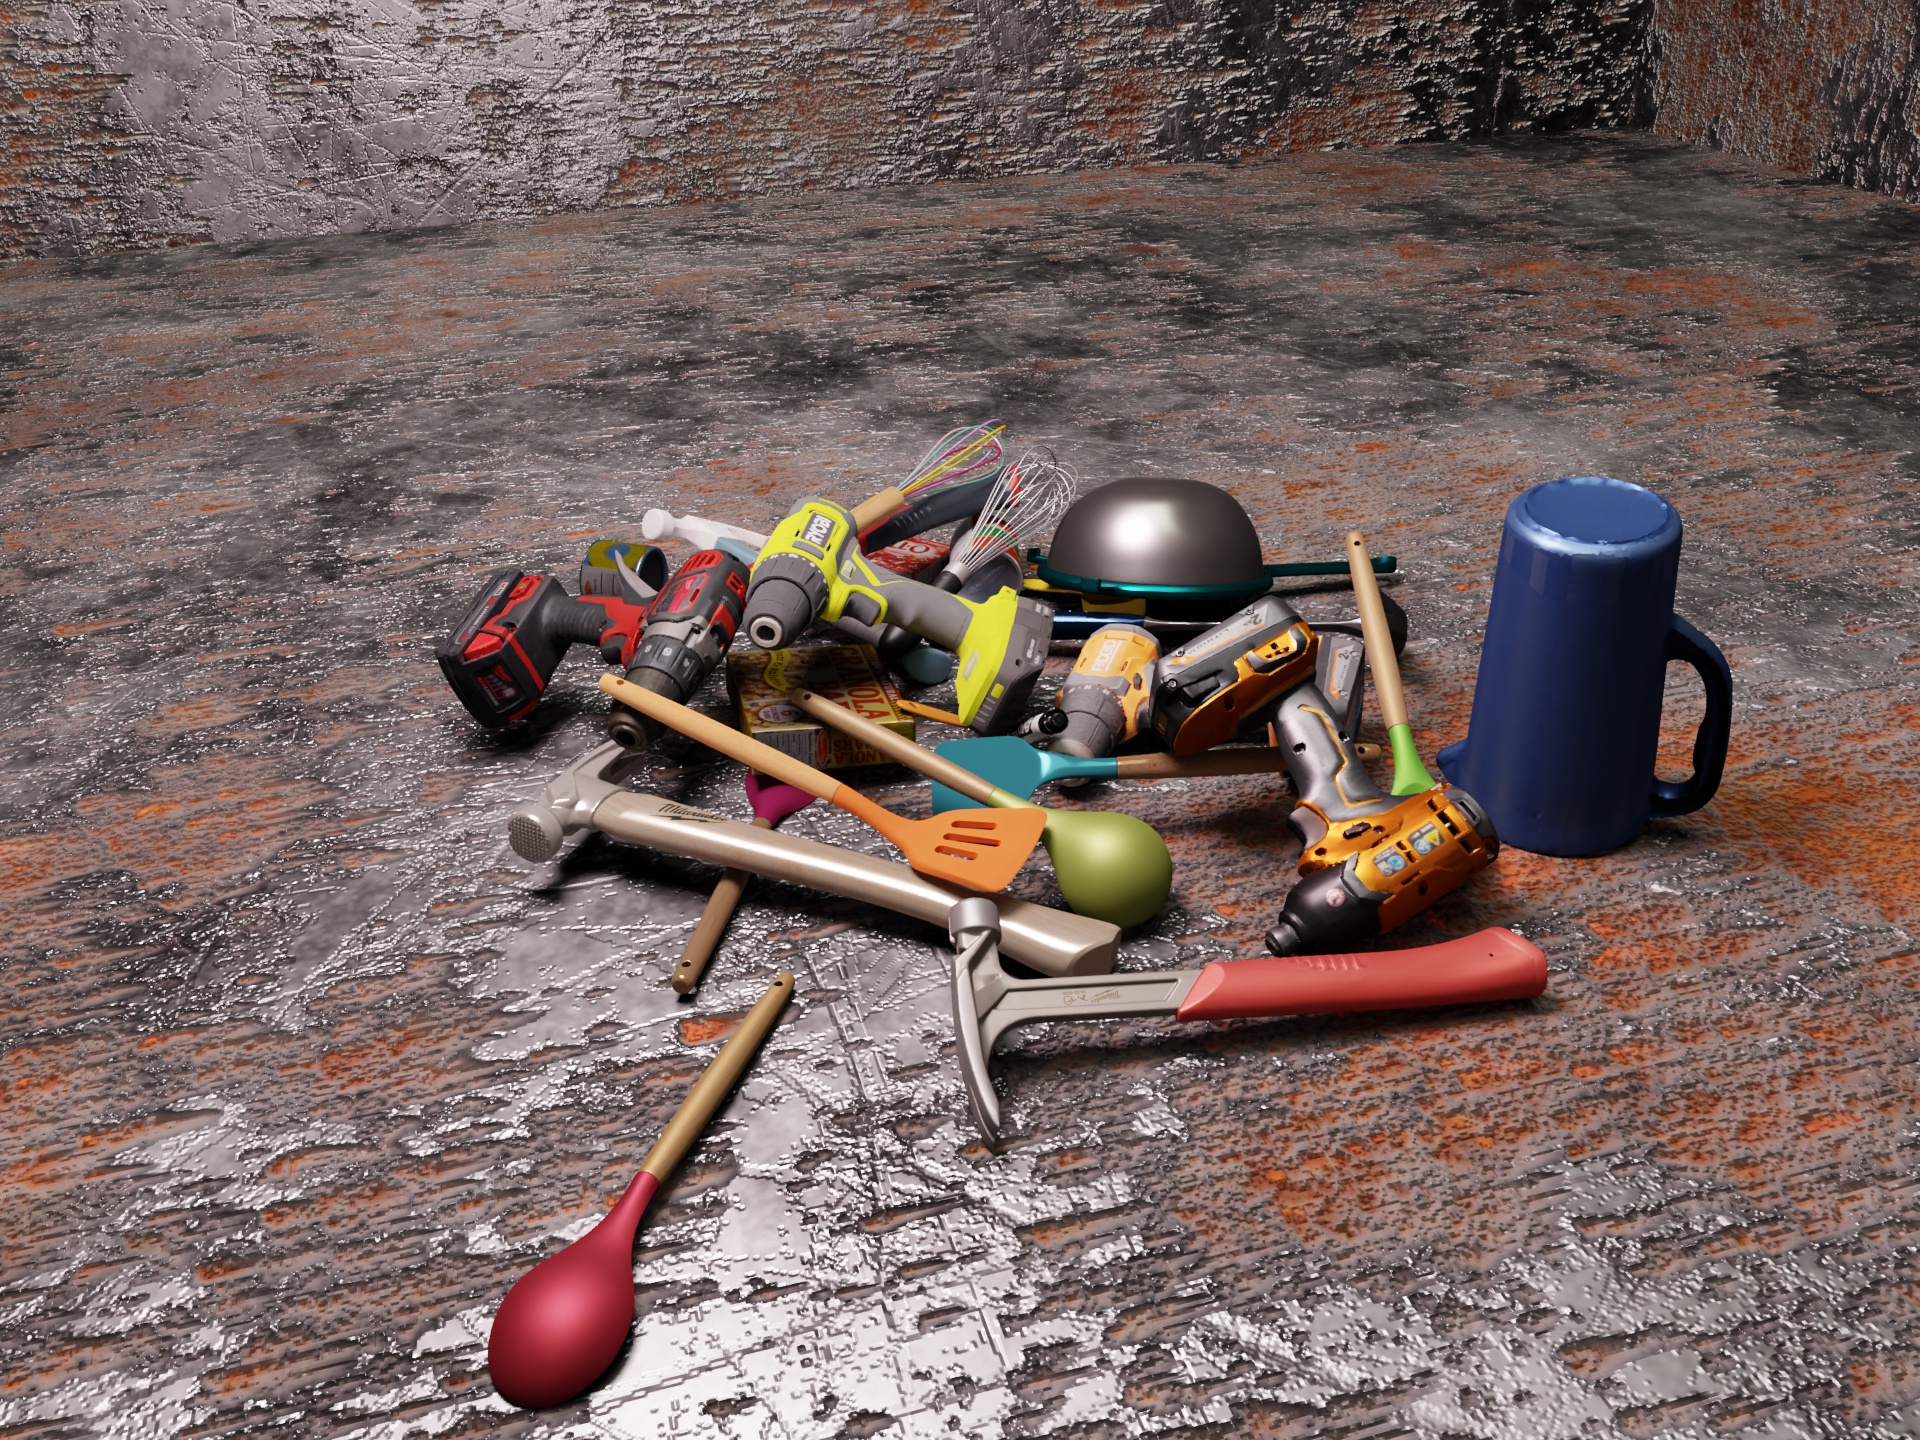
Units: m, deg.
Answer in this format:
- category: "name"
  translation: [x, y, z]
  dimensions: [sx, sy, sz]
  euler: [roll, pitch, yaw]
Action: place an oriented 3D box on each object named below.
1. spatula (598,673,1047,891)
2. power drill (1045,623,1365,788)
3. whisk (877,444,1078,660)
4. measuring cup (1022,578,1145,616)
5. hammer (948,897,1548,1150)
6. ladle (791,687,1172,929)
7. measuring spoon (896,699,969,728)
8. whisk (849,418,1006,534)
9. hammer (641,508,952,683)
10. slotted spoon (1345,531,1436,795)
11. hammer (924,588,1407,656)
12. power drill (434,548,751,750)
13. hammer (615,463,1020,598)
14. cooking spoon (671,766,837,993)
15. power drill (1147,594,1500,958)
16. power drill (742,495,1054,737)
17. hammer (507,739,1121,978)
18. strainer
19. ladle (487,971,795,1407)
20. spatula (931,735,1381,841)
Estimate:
- category: "spatula"
  translation: [-0.101, 0.032, 1.057]
  dimensions: [0.323, 0.041, 0.081]
  euler: [24, 45, 12]
- category: "power drill"
  translation: [0.181, -0.003, 1.207]
  dimensions: [0.226, 0.084, 0.185]
  euler: [6, 33, 20]
- category: "whisk"
  translation: [0.012, -0.143, 1.365]
  dimensions: [0.070, 0.070, 0.285]
  euler: [18, 51, 30]
- category: "measuring cup"
  translation: [0.103, -0.108, 1.448]
  dimensions: [0.062, 0.029, 0.157]
  euler: [-26, 27, -38]
- category: "hammer"
  translation: [0.175, 0.166, 0.936]
  dimensions: [0.359, 0.036, 0.149]
  euler: [-2, 50, -9]
- category: "ladle"
  translation: [0.005, 0.050, 1.103]
  dimensions: [0.320, 0.062, 0.078]
  euler: [26, 65, 30]
- category: "measuring spoon"
  translation: [-0.002, -0.004, 1.223]
  dimensions: [0.116, 0.011, 0.021]
  euler: [14, 20, -39]
- category: "whisk"
  translation: [-0.042, -0.202, 1.396]
  dimensions: [0.047, 0.051, 0.245]
  euler: [11, 38, 46]
- category: "hammer"
  translation: [-0.137, -0.112, 1.415]
  dimensions: [0.331, 0.033, 0.128]
  euler: [31, 16, 34]
- category: "slotted spoon"
  translation: [0.315, -0.015, 1.155]
  dimensions: [0.070, 0.031, 0.314]
  euler: [-6, 56, 4]
- category: "hammer"
  translation: [0.165, -0.081, 1.333]
  dimensions: [0.405, 0.035, 0.144]
  euler: [1, -8, 14]
- category: "power drill"
  translation: [-0.280, -0.047, 1.199]
  dimensions: [0.227, 0.080, 0.188]
  euler: [-3, 42, 24]
- category: "hammer"
  translation: [-0.109, -0.161, 1.397]
  dimensions: [0.386, 0.038, 0.143]
  euler: [-25, 47, -30]
- category: "cooking spoon"
  translation: [-0.147, 0.088, 1.120]
  dimensions: [0.069, 0.017, 0.319]
  euler: [3, 30, 9]
- category: "power drill"
  translation: [0.220, 0.043, 1.050]
  dimensions: [0.164, 0.084, 0.227]
  euler: [-31, 66, -13]
- category: "power drill"
  translation: [-0.051, -0.074, 1.206]
  dimensions: [0.228, 0.080, 0.191]
  euler: [24, 30, -6]
- category: "hammer"
  translation: [-0.090, 0.093, 1.063]
  dimensions: [0.411, 0.038, 0.146]
  euler: [14, 30, 18]
- category: "strainer"
  translation: [0.237, -0.172, 1.431]
  dimensions: [0.340, 0.095, 0.211]
  euler: [-3, 14, -12]
- category: "ladle"
  translation: [-0.157, 0.234, 0.866]
  dimensions: [0.069, 0.031, 0.315]
  euler: [8, 30, 16]
- category: "spatula"
  translation: [0.136, 0.036, 1.128]
  dimensions: [0.317, 0.044, 0.082]
  euler: [-3, 61, 2]
